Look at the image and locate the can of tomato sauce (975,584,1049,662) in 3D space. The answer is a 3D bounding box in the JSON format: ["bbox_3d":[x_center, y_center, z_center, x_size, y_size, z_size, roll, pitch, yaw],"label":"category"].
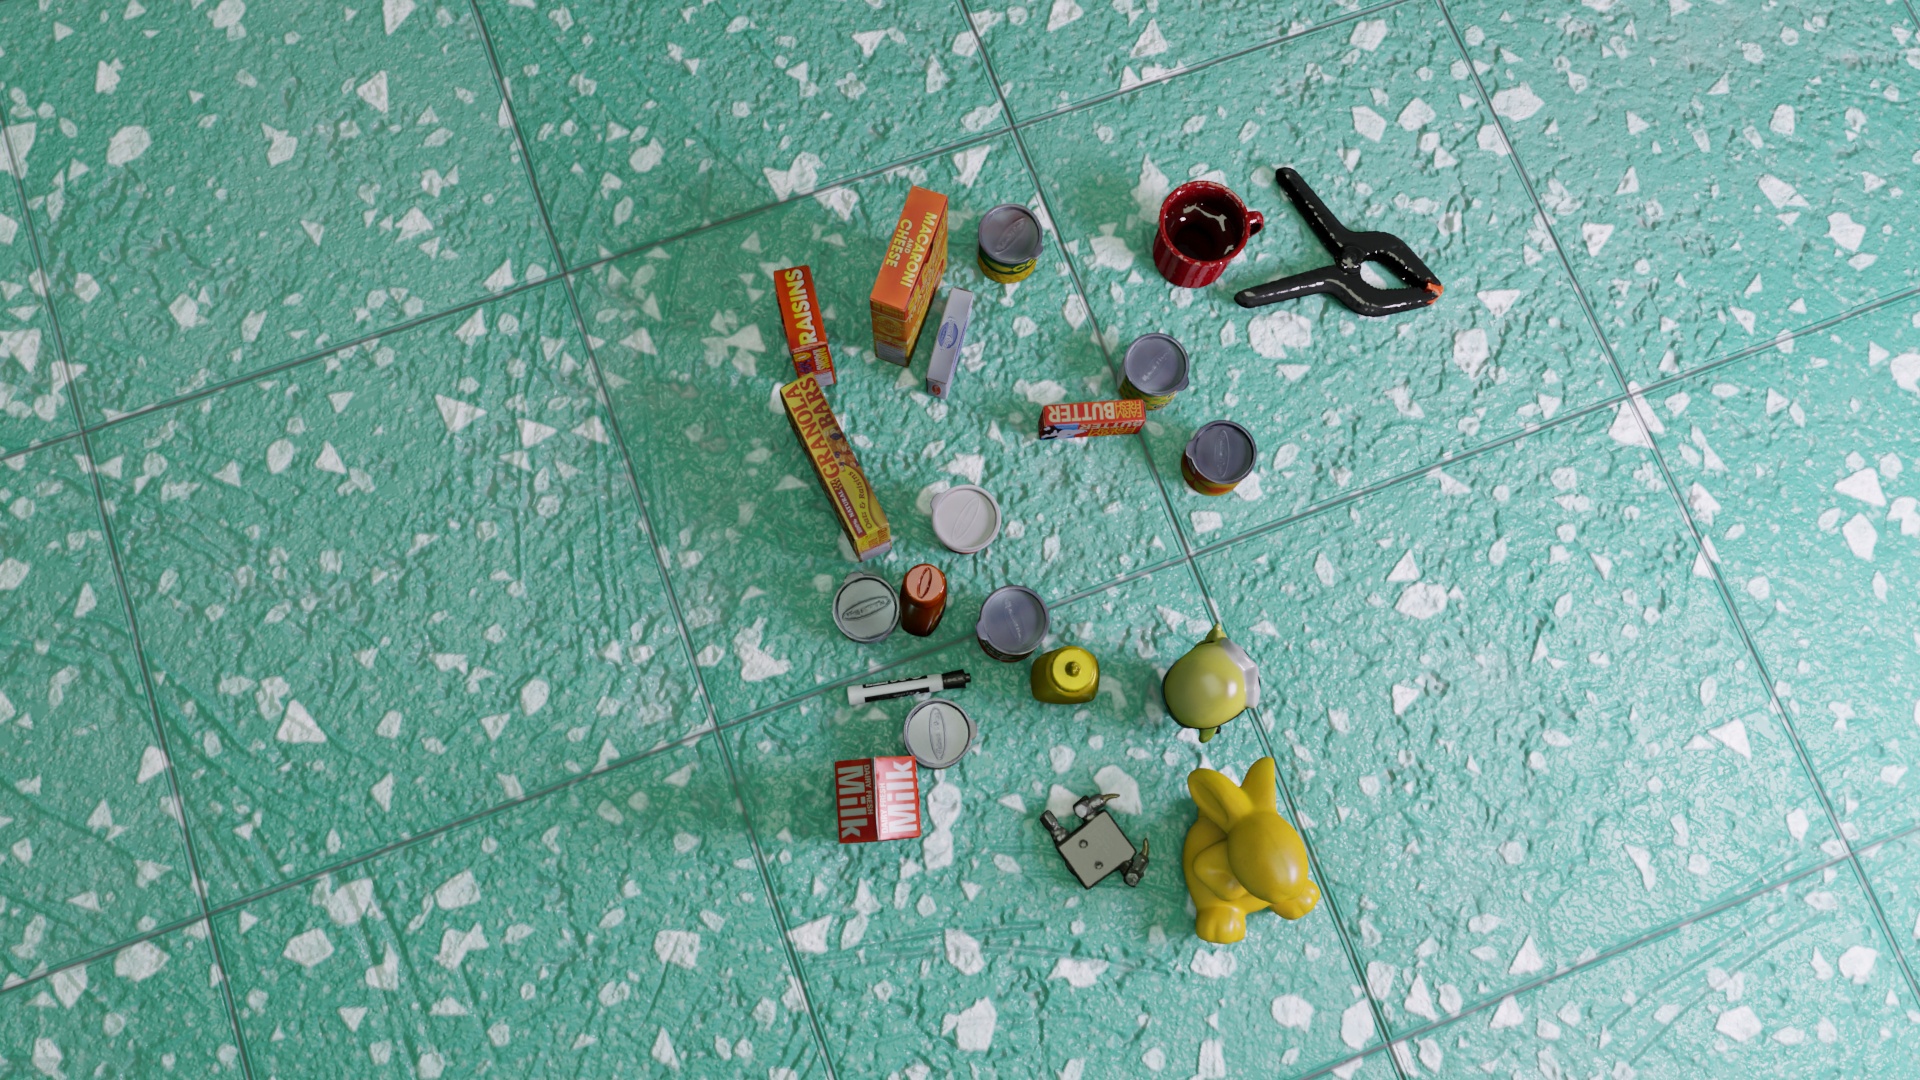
[{"bbox_3d":[0.048,0.083,1.342,0.071,0.083,0.071,0,79,-2],"label":"can of tomato sauce"}]

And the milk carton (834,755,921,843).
[{"bbox_3d":[-0.073,0.234,1.252,0.073,0.190,0.072,-4,79,-3],"label":"milk carton"}]

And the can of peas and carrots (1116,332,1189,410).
[{"bbox_3d":[0.197,-0.169,1.412,0.071,0.058,0.071,0,79,-2],"label":"can of peas and carrots"}]

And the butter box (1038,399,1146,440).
[{"bbox_3d":[0.132,-0.122,1.403,0.103,0.053,0.024,-4,79,-3],"label":"butter box"}]

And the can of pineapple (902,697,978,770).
[{"bbox_3d":[-0.020,0.187,1.331,0.071,0.057,0.071,0,79,-2],"label":"can of pineapple"}]

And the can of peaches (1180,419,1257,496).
[{"bbox_3d":[0.256,-0.082,1.396,0.071,0.058,0.071,0,79,-2],"label":"can of peaches"}]

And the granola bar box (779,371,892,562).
[{"bbox_3d":[-0.120,-0.067,1.347,0.039,0.124,0.165,-26,80,-6],"label":"granola bar box"}]

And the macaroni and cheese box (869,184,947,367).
[{"bbox_3d":[-0.049,-0.256,1.367,0.040,0.166,0.124,19,79,2],"label":"macaroni and cheese box"}]

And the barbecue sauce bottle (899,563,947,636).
[{"bbox_3d":[-0.035,0.052,1.313,0.044,0.148,0.065,17,79,2],"label":"barbecue sauce bottle"}]

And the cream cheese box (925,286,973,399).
[{"bbox_3d":[-0.012,-0.201,1.414,0.024,0.053,0.104,15,78,1],"label":"cream cheese box"}]

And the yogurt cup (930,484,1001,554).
[{"bbox_3d":[0.005,-0.017,1.377,0.072,0.054,0.072,0,78,-2],"label":"yogurt cup"}]

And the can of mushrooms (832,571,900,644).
[{"bbox_3d":[-0.093,0.066,1.366,0.071,0.033,0.071,0,78,-2],"label":"can of mushrooms"}]

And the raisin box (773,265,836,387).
[{"bbox_3d":[-0.154,-0.209,1.376,0.040,0.123,0.086,-12,79,-4],"label":"raisin box"}]

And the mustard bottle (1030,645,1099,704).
[{"bbox_3d":[0.101,0.125,1.296,0.065,0.160,0.049,1,79,-1],"label":"mustard bottle"}]

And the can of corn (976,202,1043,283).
[{"bbox_3d":[0.052,-0.305,1.436,0.071,0.058,0.071,0,79,-2],"label":"can of corn"}]
